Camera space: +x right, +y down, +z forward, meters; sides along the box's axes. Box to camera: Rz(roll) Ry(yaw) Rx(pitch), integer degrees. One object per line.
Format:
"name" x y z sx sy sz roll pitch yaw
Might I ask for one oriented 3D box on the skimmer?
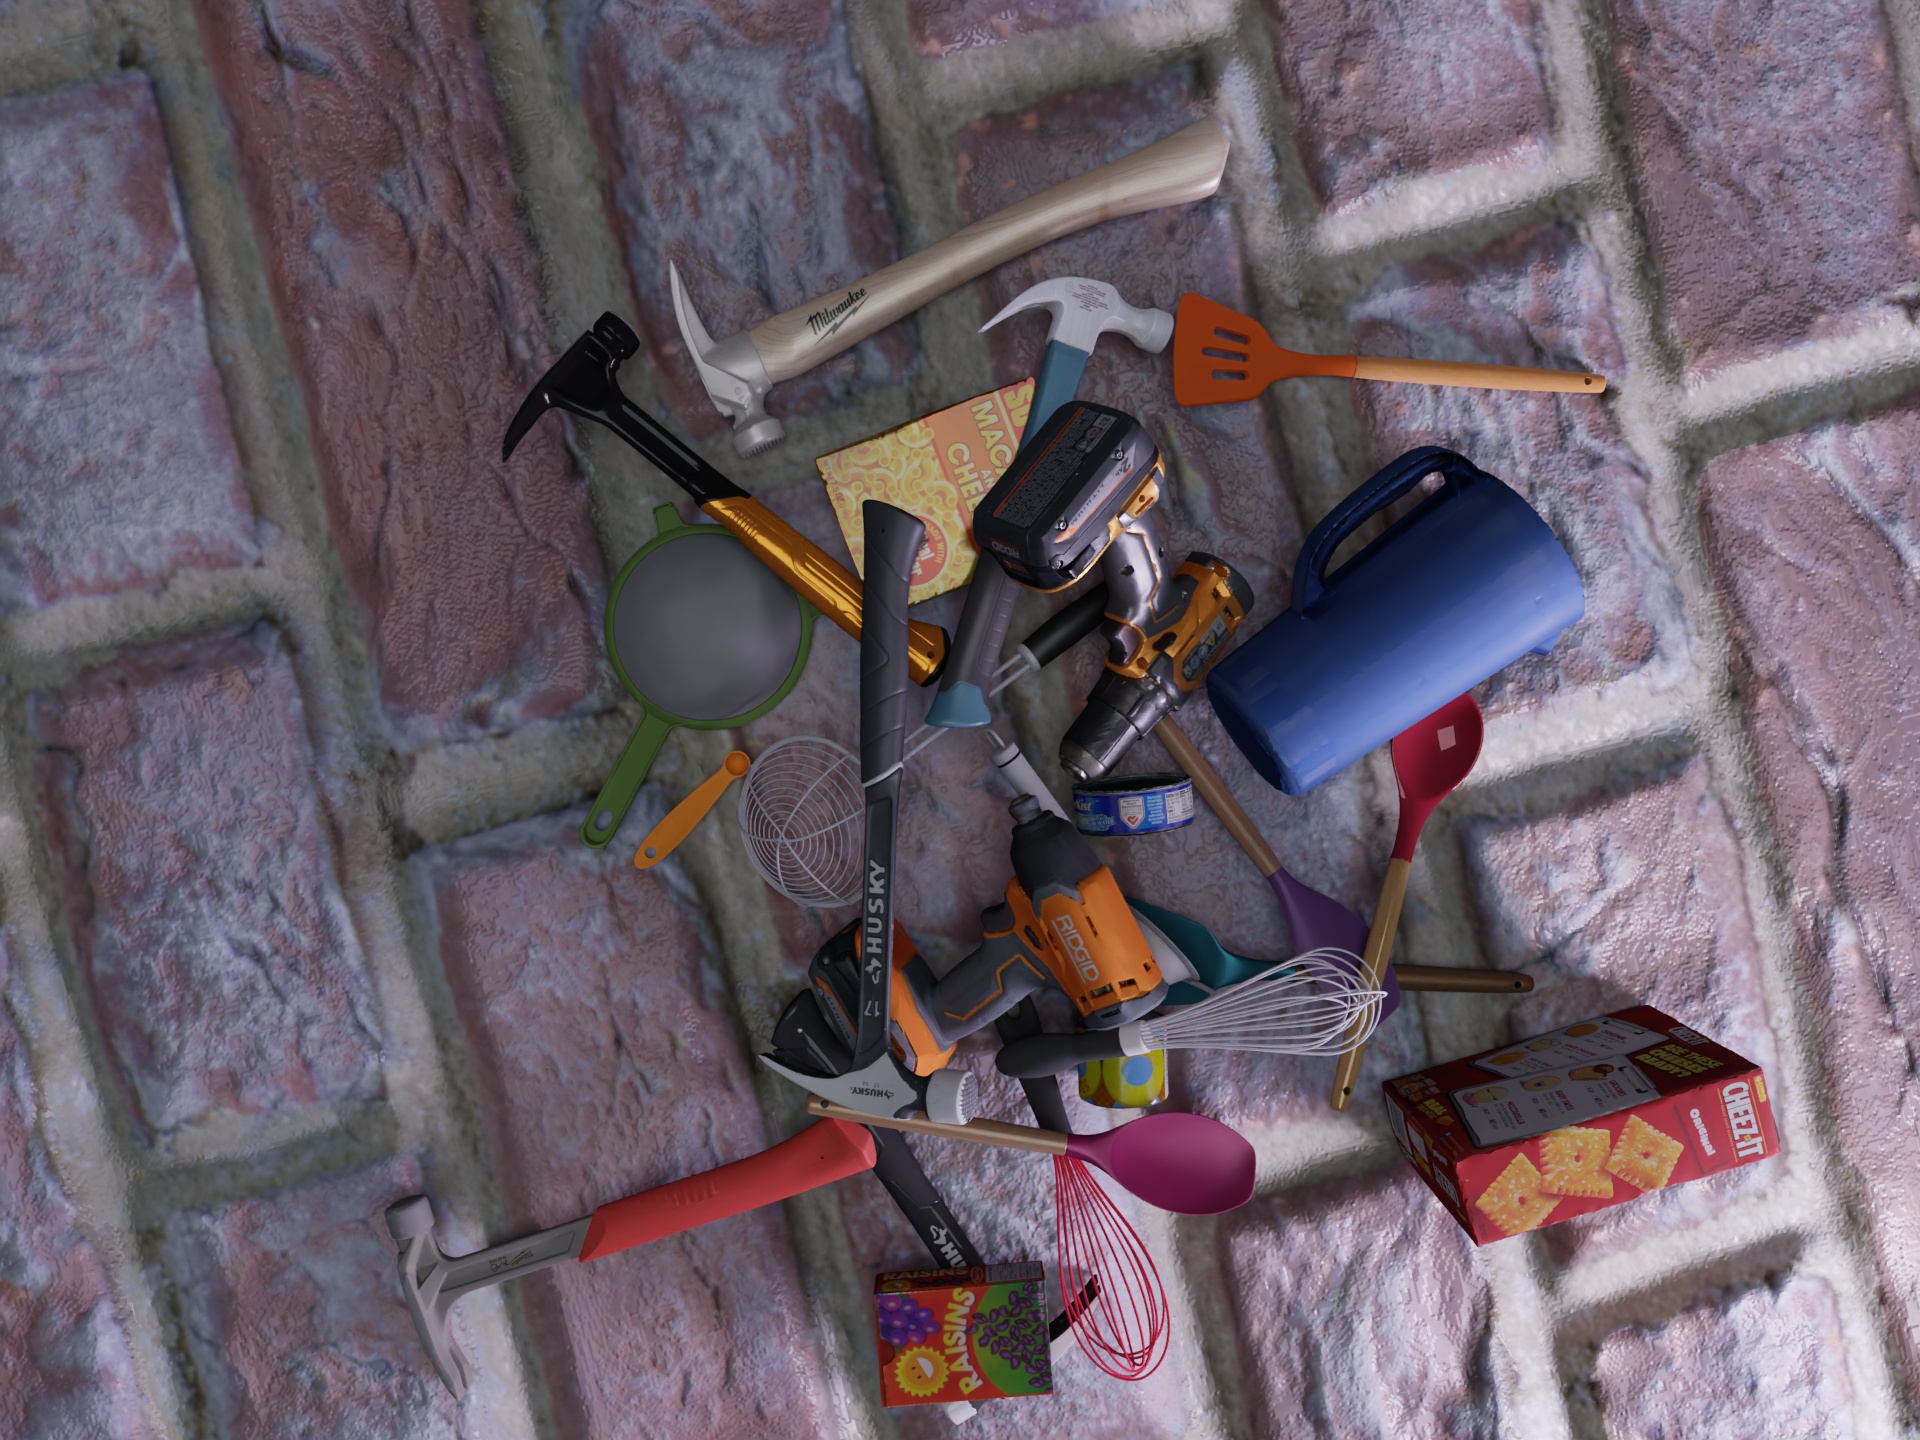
"skimmer" -0.002 -0.004 1.156 0.363 0.090 0.127 -37 82 -10

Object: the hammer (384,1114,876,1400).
"hammer" -0.230 0.368 1.146 0.359 0.037 0.149 -19 93 6

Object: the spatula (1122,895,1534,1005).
"spatula" 0.268 0.183 1.177 0.317 0.044 0.082 5 92 -7

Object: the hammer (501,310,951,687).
"hammer" -0.149 -0.130 1.092 0.337 0.034 0.127 38 72 -6

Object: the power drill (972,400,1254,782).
"power drill" 0.096 -0.078 1.070 0.185 0.084 0.226 -51 134 -11

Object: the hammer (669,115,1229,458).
"hammer" -0.003 -0.339 1.137 0.410 0.038 0.146 -25 92 -1

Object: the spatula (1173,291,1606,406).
"spatula" 0.310 -0.255 1.147 0.322 0.041 0.081 3 92 -3

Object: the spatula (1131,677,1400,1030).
"spatula" 0.214 0.088 1.158 0.060 0.018 0.316 -37 87 -18

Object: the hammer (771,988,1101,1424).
"hammer" -0.031 0.342 1.169 0.146 0.035 0.335 -33 93 1

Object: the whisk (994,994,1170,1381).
"whisk" 0.079 0.324 1.141 0.073 0.073 0.296 -20 78 -1

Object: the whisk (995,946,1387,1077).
"whisk" 0.148 0.209 1.075 0.284 0.070 0.070 -17 94 27

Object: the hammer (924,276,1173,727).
"hammer" 0.043 -0.149 1.096 0.128 0.033 0.331 18 84 -14

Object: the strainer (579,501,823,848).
"strainer" -0.207 -0.020 1.128 0.151 0.069 0.256 29 90 -3

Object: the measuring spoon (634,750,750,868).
"measuring spoon" -0.197 0.066 1.165 0.021 0.011 0.117 44 94 -1

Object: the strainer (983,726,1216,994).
"strainer" 0.090 0.108 1.111 0.050 0.087 0.258 -39 101 -14

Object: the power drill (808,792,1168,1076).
"power drill" 0.011 0.154 1.096 0.226 0.084 0.164 -25 94 26

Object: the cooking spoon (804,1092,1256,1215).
"cooking spoon" 0.049 0.293 1.115 0.319 0.017 0.069 9 72 1

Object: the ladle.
"ladle" 0.312 0.126 1.145 0.069 0.031 0.315 19 80 -8

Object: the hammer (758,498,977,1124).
"hammer" -0.057 0.057 1.060 0.149 0.036 0.409 1 88 22
